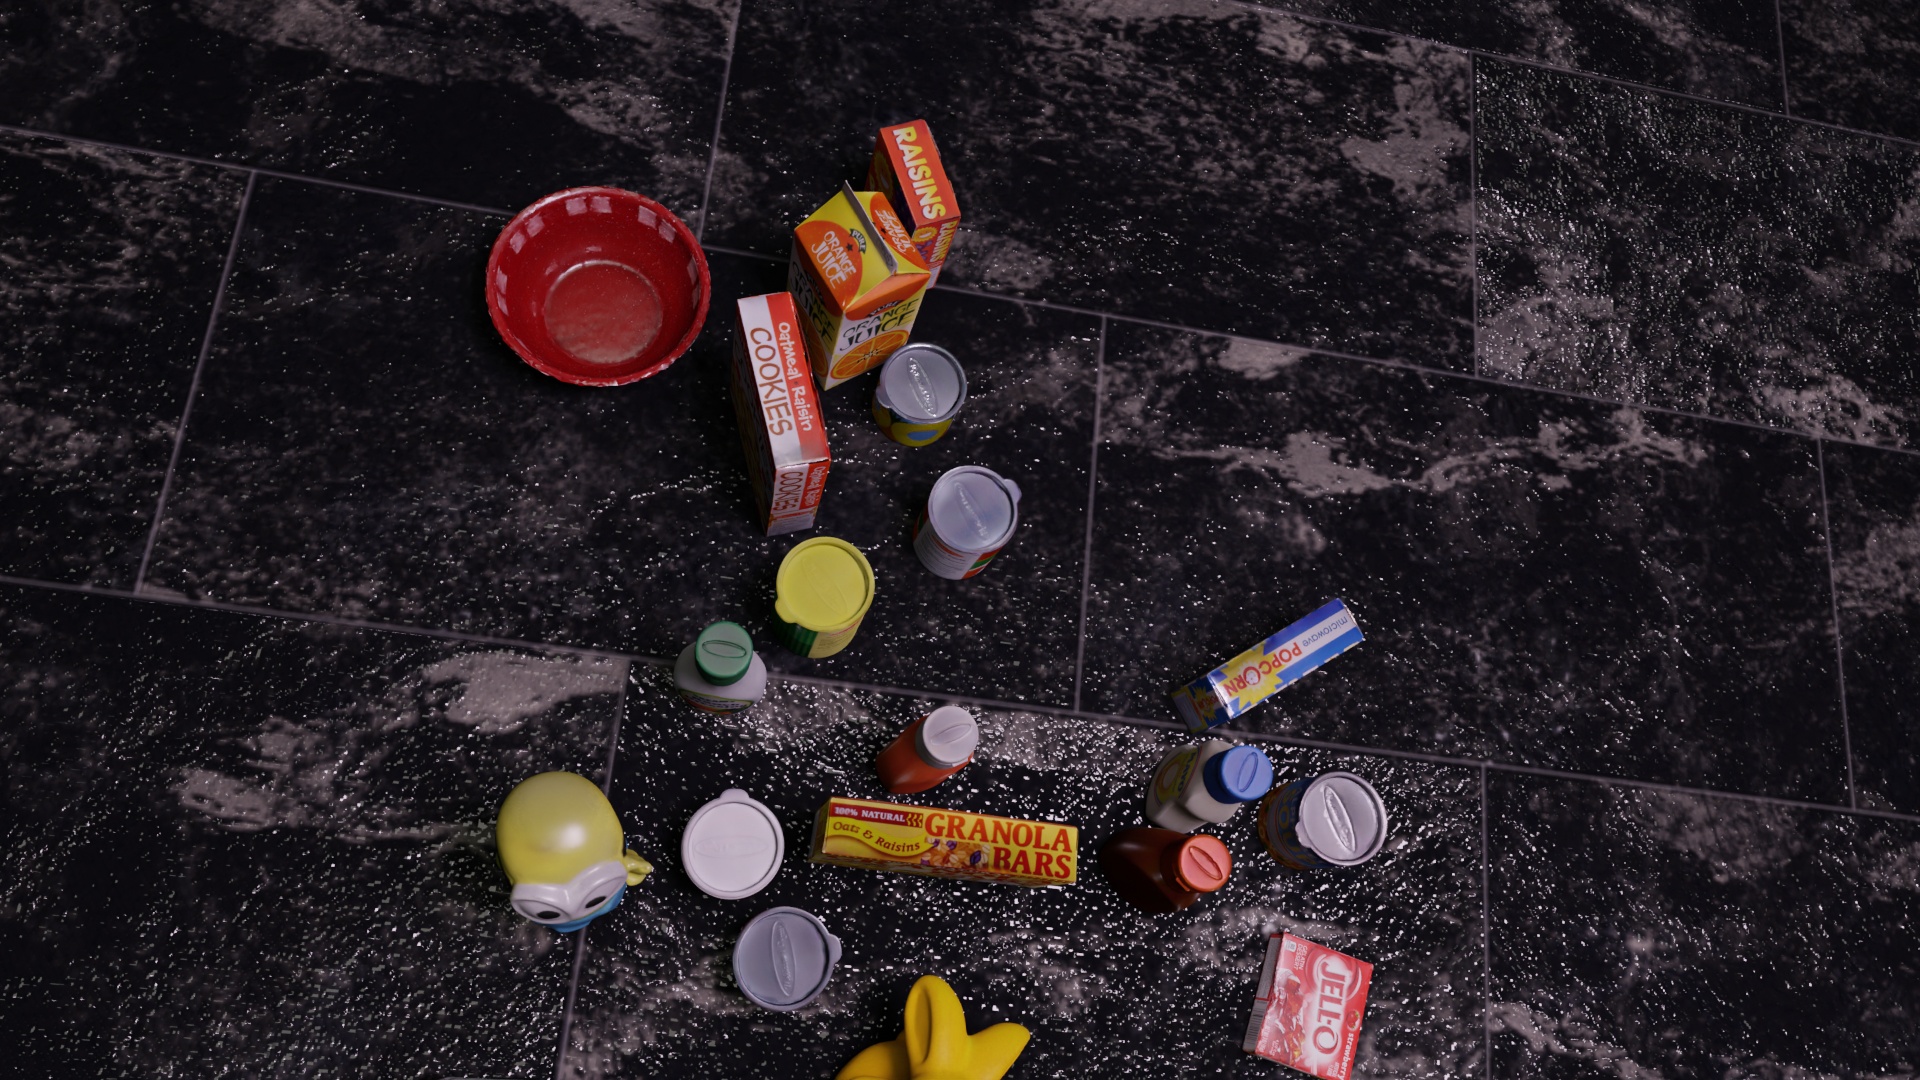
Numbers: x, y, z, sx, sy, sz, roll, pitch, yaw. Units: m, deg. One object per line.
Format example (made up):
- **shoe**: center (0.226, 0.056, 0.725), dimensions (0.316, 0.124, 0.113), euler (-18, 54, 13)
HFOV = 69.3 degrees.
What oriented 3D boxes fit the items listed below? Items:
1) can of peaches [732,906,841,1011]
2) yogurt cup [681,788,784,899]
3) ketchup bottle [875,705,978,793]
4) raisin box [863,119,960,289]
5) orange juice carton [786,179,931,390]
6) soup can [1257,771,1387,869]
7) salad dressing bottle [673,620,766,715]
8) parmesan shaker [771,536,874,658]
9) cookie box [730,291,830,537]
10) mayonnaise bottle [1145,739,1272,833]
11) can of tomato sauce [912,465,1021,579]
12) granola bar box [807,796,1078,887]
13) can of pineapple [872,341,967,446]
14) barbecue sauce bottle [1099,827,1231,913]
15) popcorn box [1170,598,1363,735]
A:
- **can of peaches**: center (-0.118, 0.281, 0.938), dimensions (0.071, 0.058, 0.071), euler (3, 74, -10)
- **yogurt cup**: center (-0.157, 0.211, 0.953), dimensions (0.072, 0.053, 0.072), euler (3, 74, -10)
- **ketchup bottle**: center (-0.019, 0.143, 0.949), dimensions (0.065, 0.148, 0.043), euler (-21, 80, -16)
- **raisin box**: center (-0.040, -0.254, 1.074), dimensions (0.040, 0.123, 0.086), euler (-16, 78, -15)
- **orange juice carton**: center (-0.077, -0.186, 1.011), dimensions (0.073, 0.192, 0.072), euler (-27, 81, -17)
- **soup can**: center (0.261, 0.207, 1.019), dimensions (0.071, 0.083, 0.071), euler (3, 74, -10)
- **salad dressing bottle**: center (-0.162, 0.087, 0.939), dimensions (0.064, 0.147, 0.044), euler (12, 73, -7)
- **parmesan shaker**: center (-0.102, 0.044, 0.986), dimensions (0.071, 0.102, 0.071), euler (3, 74, -10)
- **cookie box**: center (-0.129, -0.085, 0.984), dimensions (0.040, 0.167, 0.123), euler (-12, 77, -14)
- **mayonnaise bottle**: center (0.175, 0.170, 0.979), dimensions (0.041, 0.147, 0.065), euler (26, 71, -3)
- **can of tomato sauce**: center (0.004, -0.013, 1.034), dimensions (0.071, 0.083, 0.071), euler (3, 74, -10)
- **granola bar box**: center (-0.015, 0.206, 0.944), dimensions (0.166, 0.124, 0.039), euler (9, 73, -8)
- **can of pineapple**: center (-0.034, -0.111, 1.068), dimensions (0.071, 0.057, 0.071), euler (3, 74, -10)
- **barbecue sauce bottle**: center (0.143, 0.226, 0.957), dimensions (0.044, 0.148, 0.065), euler (-43, 86, -18)
- **popcorn box**: center (0.230, 0.095, 1.045), dimensions (0.127, 0.085, 0.038), euler (-27, 81, -17)
